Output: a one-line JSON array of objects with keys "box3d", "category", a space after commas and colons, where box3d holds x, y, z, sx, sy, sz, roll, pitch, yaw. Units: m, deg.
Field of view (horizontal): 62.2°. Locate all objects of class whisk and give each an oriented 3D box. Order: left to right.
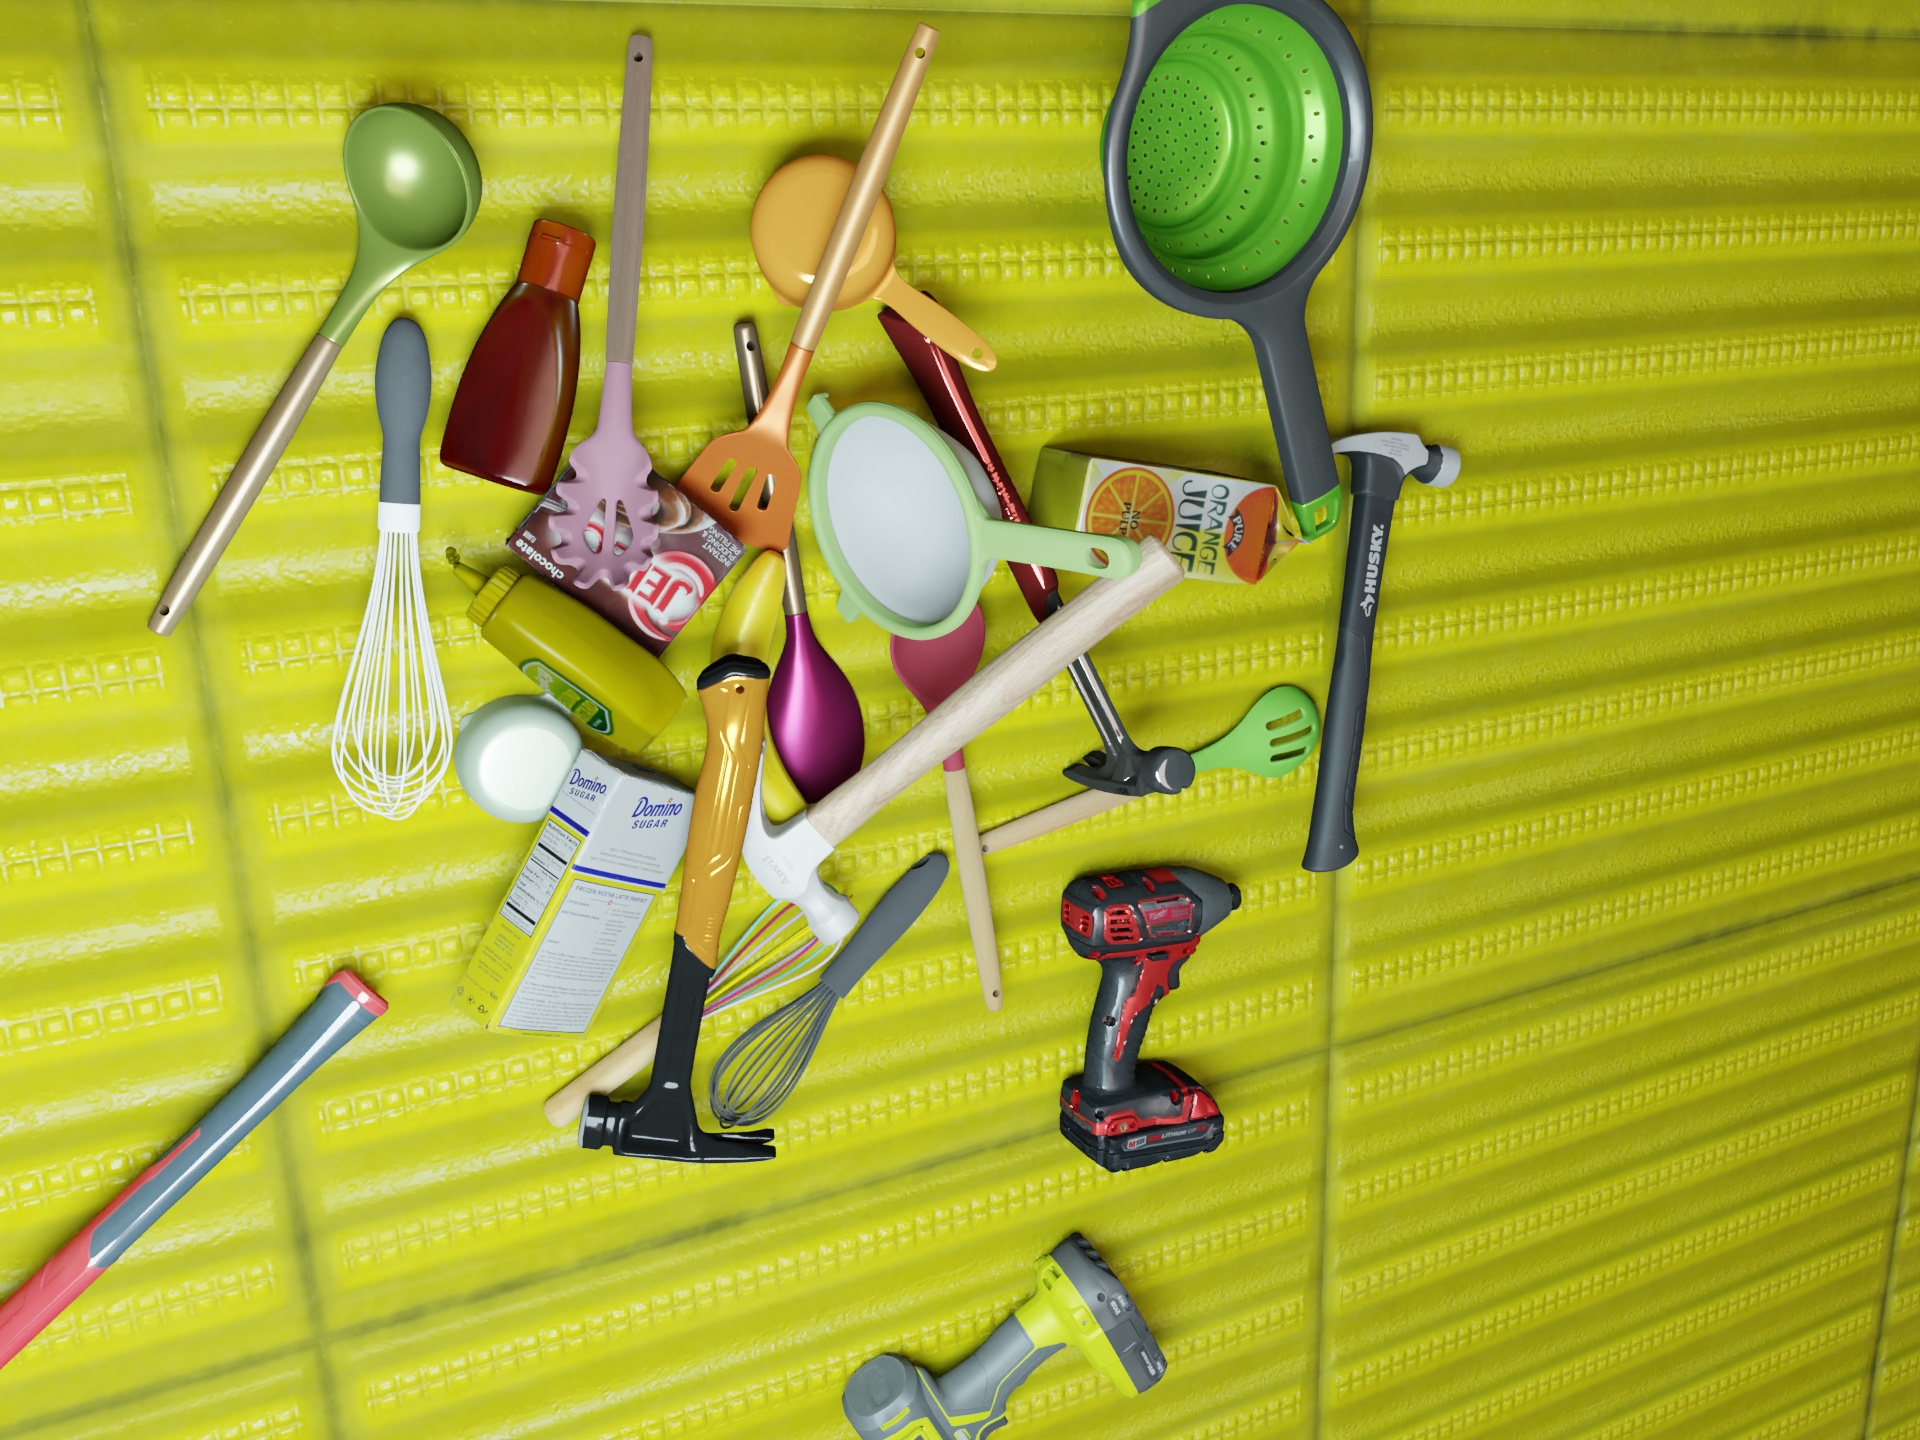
[{"box3d": [-0.321, -0.083, 0.903, 0.070, 0.070, 0.284, 0, 99, -26], "category": "whisk"}, {"box3d": [-0.172, 0.187, 1.056, 0.245, 0.047, 0.051, -36, 118, -10], "category": "whisk"}, {"box3d": [-0.088, 0.183, 1.096, 0.239, 0.055, 0.055, -49, 119, -12], "category": "whisk"}]

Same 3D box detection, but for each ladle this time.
[{"box3d": [-0.357, -0.184, 0.854, 0.078, 0.062, 0.320, 32, 92, -1], "category": "ladle"}, {"box3d": [0.002, 0.058, 1.101, 0.069, 0.031, 0.315, -14, 106, -18], "category": "ladle"}]

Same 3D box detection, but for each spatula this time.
[{"box3d": [-0.083, -0.241, 0.919, 0.081, 0.041, 0.322, 20, 113, -14], "category": "spatula"}]

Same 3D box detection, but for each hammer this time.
[{"box3d": [-0.476, 0.296, 0.891, 0.386, 0.143, 0.038, -45, 122, -13], "category": "hammer"}, {"box3d": [-0.153, 0.123, 0.987, 0.127, 0.034, 0.336, 9, 106, -11], "category": "hammer"}, {"box3d": [-0.002, -0.003, 0.997, 0.331, 0.031, 0.130, -39, 107, 7], "category": "hammer"}, {"box3d": [0.039, -0.110, 1.053, 0.037, 0.149, 0.359, -32, 104, -18], "category": "hammer"}, {"box3d": [0.291, -0.052, 1.195, 0.146, 0.035, 0.335, 6, 93, -27], "category": "hammer"}]

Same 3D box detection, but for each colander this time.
[{"box3d": [0.183, -0.304, 1.068, 0.204, 0.095, 0.396, -30, 122, -15], "category": "colander"}]

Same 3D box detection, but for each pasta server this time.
[{"box3d": [-0.192, -0.231, 0.902, 0.060, 0.040, 0.316, 4, 91, -8], "category": "pasta server"}]

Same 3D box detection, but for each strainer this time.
[{"box3d": [0.017, -0.121, 0.958, 0.069, 0.256, 0.151, -29, 122, -40], "category": "strainer"}]

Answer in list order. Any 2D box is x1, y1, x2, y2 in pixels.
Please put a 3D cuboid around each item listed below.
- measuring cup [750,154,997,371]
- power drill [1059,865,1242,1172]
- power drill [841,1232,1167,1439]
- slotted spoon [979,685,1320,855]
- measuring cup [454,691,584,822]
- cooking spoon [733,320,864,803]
[{"box3d": [-0.048, -0.265, 0.947, 0.173, 0.052, 0.095, 36, 94, -5], "category": "measuring cup"}, {"box3d": [0.145, 0.217, 1.202, 0.143, 0.079, 0.219, -5, 103, -25], "category": "power drill"}, {"box3d": [0.041, 0.527, 1.236, 0.228, 0.080, 0.190, -33, 116, -12], "category": "power drill"}, {"box3d": [0.143, 0.046, 1.180, 0.313, 0.031, 0.070, -19, 109, -19], "category": "slotted spoon"}, {"box3d": [-0.239, -0.011, 0.968, 0.083, 0.038, 0.167, 39, 86, -29], "category": "measuring cup"}, {"box3d": [-0.110, -0.094, 1.020, 0.068, 0.017, 0.318, -16, 111, -20], "category": "cooking spoon"}]
